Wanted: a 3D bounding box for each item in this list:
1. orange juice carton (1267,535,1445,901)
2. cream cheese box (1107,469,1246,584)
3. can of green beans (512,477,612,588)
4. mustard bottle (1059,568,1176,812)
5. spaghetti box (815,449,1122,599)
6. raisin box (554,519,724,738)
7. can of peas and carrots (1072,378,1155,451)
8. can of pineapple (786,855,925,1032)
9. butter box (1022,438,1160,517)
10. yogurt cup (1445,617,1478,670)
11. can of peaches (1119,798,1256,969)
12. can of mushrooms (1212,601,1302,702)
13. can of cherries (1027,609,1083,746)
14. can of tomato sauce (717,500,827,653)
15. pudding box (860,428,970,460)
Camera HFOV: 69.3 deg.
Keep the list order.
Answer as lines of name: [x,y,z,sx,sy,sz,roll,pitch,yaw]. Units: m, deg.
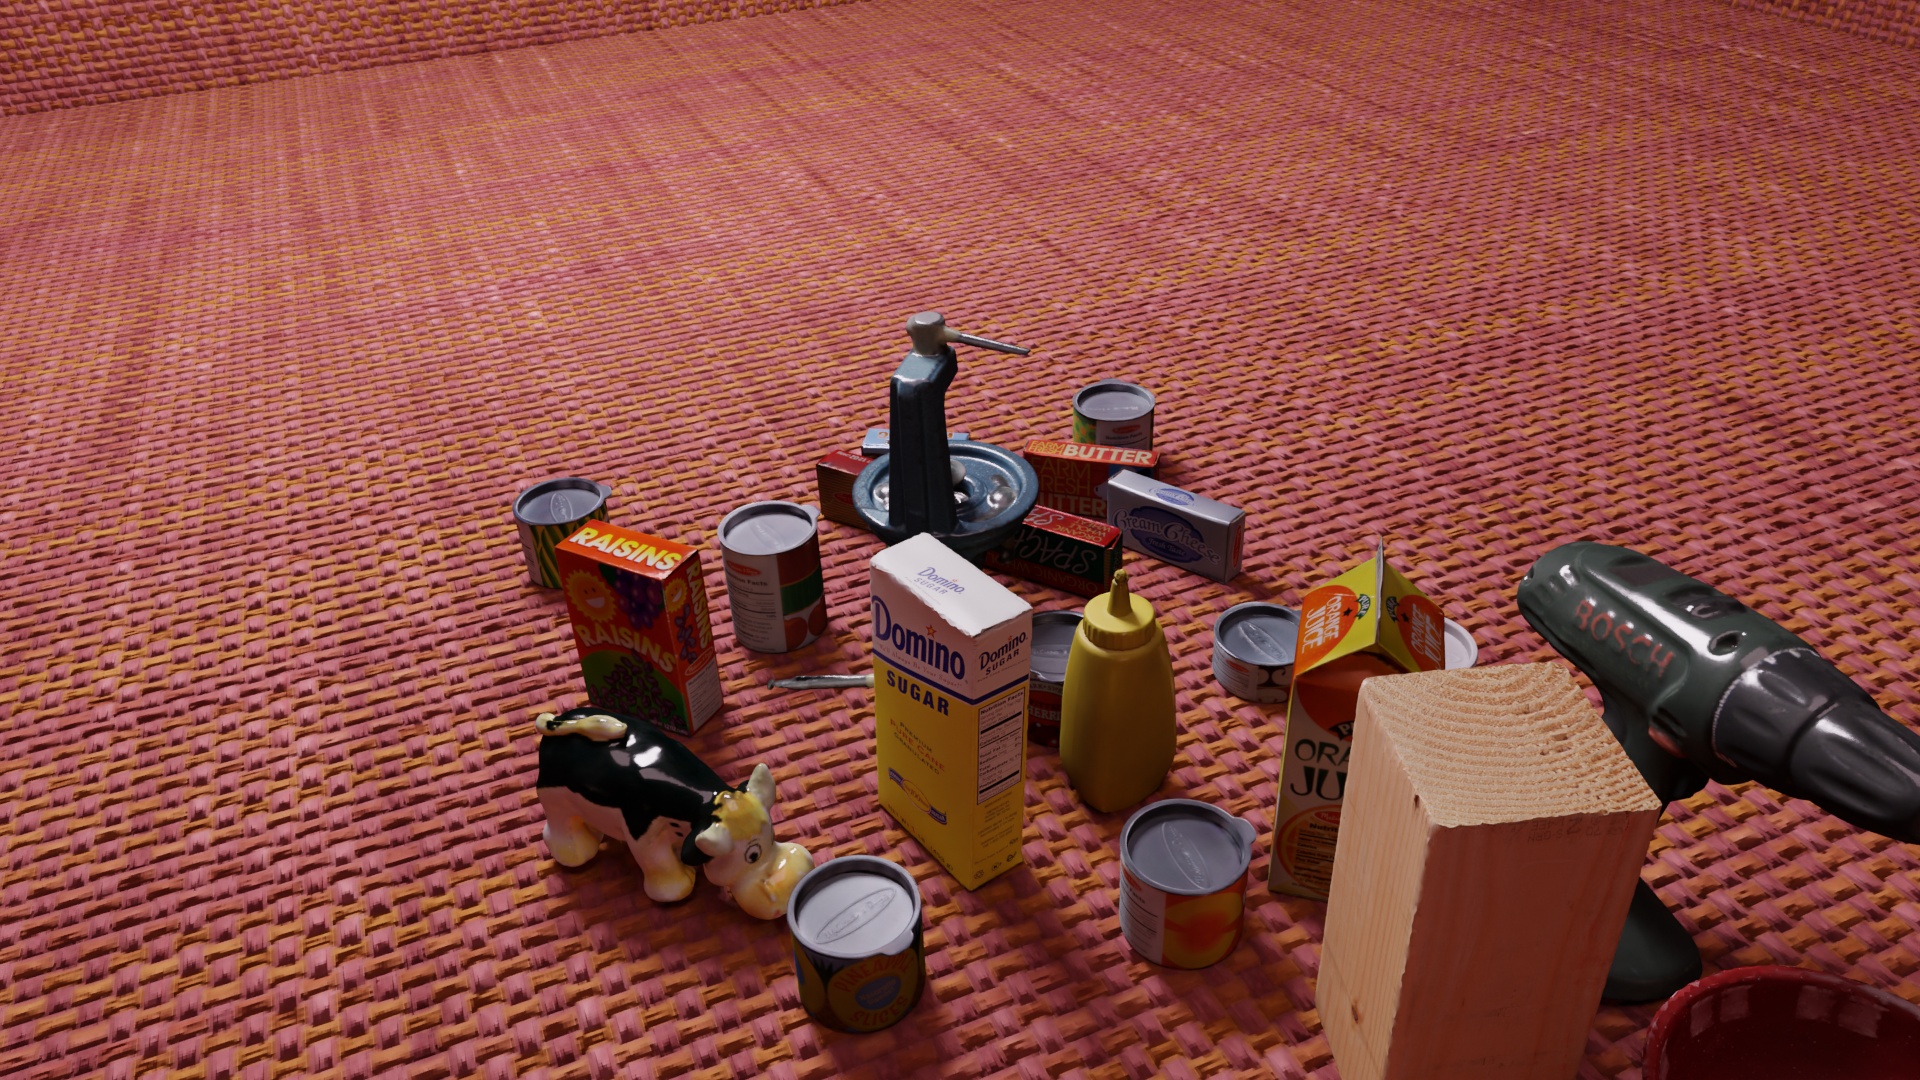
orange juice carton: [0.205,0.096,0.716,0.073,0.191,0.072,7,35,15]
cream cheese box: [0.154,-0.011,1.007,0.104,0.053,0.024,22,41,32]
can of green beans: [-0.291,-0.005,1.024,0.071,0.057,0.071,-2,33,1]
mustard bottle: [0.089,0.079,0.780,0.065,0.159,0.049,-22,38,-27]
spaghetti box: [0.004,-0.013,1.023,0.250,0.050,0.029,17,38,26]
raisin box: [-0.199,0.055,0.868,0.086,0.122,0.040,15,37,25]
can of peas and carrots: [0.123,-0.089,1.123,0.071,0.058,0.071,-2,33,1]
can of pineapple: [-0.050,0.203,0.694,0.071,0.057,0.071,-2,33,1]
butter box: [0.100,-0.046,1.065,0.103,0.052,0.024,8,35,15]
yogurt cup: [0.279,0.084,0.855,0.072,0.053,0.073,-2,33,1]
can of peaches: [0.118,0.178,0.720,0.071,0.057,0.071,-2,33,1]
can of mushrooms: [0.198,0.072,0.898,0.071,0.033,0.071,-2,33,1]
can of cherries: [0.060,0.087,0.861,0.071,0.058,0.072,-2,33,1]
can of tomato sauce: [-0.125,0.024,0.946,0.071,0.082,0.071,-2,33,1]
pudding box: [-0.034,-0.060,1.097,0.084,0.049,0.030,3,34,8]
